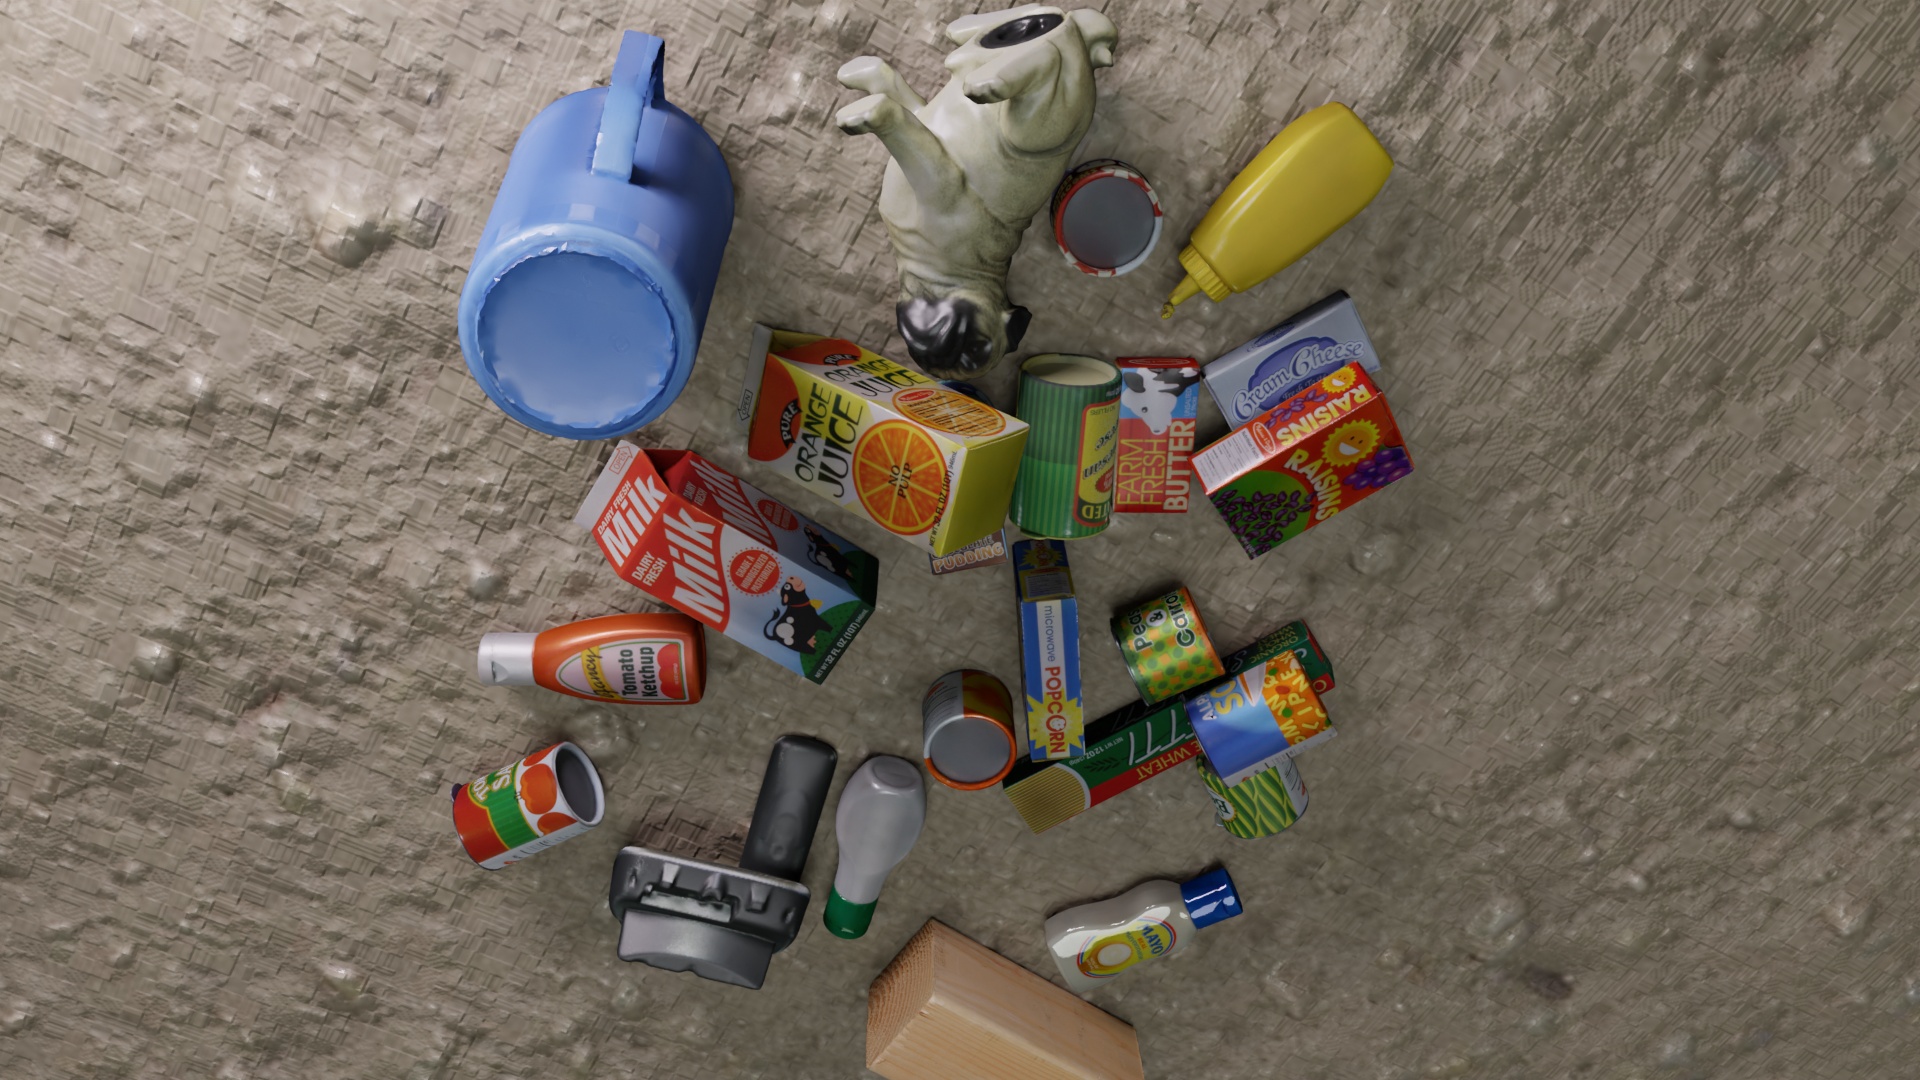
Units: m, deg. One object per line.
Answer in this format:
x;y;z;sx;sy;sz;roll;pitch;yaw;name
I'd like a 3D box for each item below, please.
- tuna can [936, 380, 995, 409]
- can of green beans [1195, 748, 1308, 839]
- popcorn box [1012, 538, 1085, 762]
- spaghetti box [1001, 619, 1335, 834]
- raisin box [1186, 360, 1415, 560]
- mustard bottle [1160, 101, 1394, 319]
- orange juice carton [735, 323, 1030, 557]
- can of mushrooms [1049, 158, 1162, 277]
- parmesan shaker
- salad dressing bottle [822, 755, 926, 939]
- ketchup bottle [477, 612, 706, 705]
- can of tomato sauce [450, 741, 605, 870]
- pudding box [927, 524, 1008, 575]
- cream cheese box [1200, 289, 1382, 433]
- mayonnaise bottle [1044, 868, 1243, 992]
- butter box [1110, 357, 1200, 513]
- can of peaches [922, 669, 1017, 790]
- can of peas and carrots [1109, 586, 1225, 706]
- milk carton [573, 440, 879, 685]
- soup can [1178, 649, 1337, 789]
-0.004;-0.068;0.898;0.071;0.033;0.070;-1;116;-2;tuna can
0.210;0.172;1.002;0.071;0.071;0.057;-23;114;9;can of green beans
0.059;0.073;0.939;0.038;0.085;0.126;-5;115;0;popcorn box
0.148;0.136;1.004;0.250;0.029;0.050;-29;113;11;spaghetti box
0.220;-0.050;0.895;0.123;0.040;0.086;-31;136;12;raisin box
0.180;-0.191;0.837;0.160;0.049;0.065;-40;110;16;mustard bottle
-0.061;-0.068;0.847;0.193;0.073;0.071;27;117;26;orange juice carton
0.086;-0.196;0.840;0.071;0.033;0.070;-1;116;-1;can of mushrooms
0.065;-0.059;0.883;0.071;0.071;0.102;2;116;-3;parmesan shaker
-0.068;0.231;1.034;0.064;0.044;0.147;13;115;-10;salad dressing bottle
-0.252;0.081;0.955;0.149;0.044;0.064;0;116;-1;ketchup bottle
-0.308;0.188;0.992;0.083;0.071;0.071;-24;114;9;can of tomato sauce
0.003;-0.011;0.897;0.050;0.084;0.030;-10;116;3;pudding box
0.211;-0.111;0.890;0.103;0.024;0.053;-29;113;11;cream cheese box
0.143;0.296;1.073;0.148;0.041;0.064;-24;112;10;mayonnaise bottle
0.126;-0.068;0.908;0.053;0.024;0.103;0;115;-1;butter box
0.008;0.135;0.982;0.071;0.058;0.071;-1;115;-1;can of peaches
0.141;0.071;0.951;0.058;0.071;0.070;-24;114;9;can of peas and carrots
-0.152;0.008;0.907;0.190;0.074;0.072;30;111;-15;milk carton
0.202;0.119;0.944;0.083;0.071;0.071;-29;113;11;soup can
